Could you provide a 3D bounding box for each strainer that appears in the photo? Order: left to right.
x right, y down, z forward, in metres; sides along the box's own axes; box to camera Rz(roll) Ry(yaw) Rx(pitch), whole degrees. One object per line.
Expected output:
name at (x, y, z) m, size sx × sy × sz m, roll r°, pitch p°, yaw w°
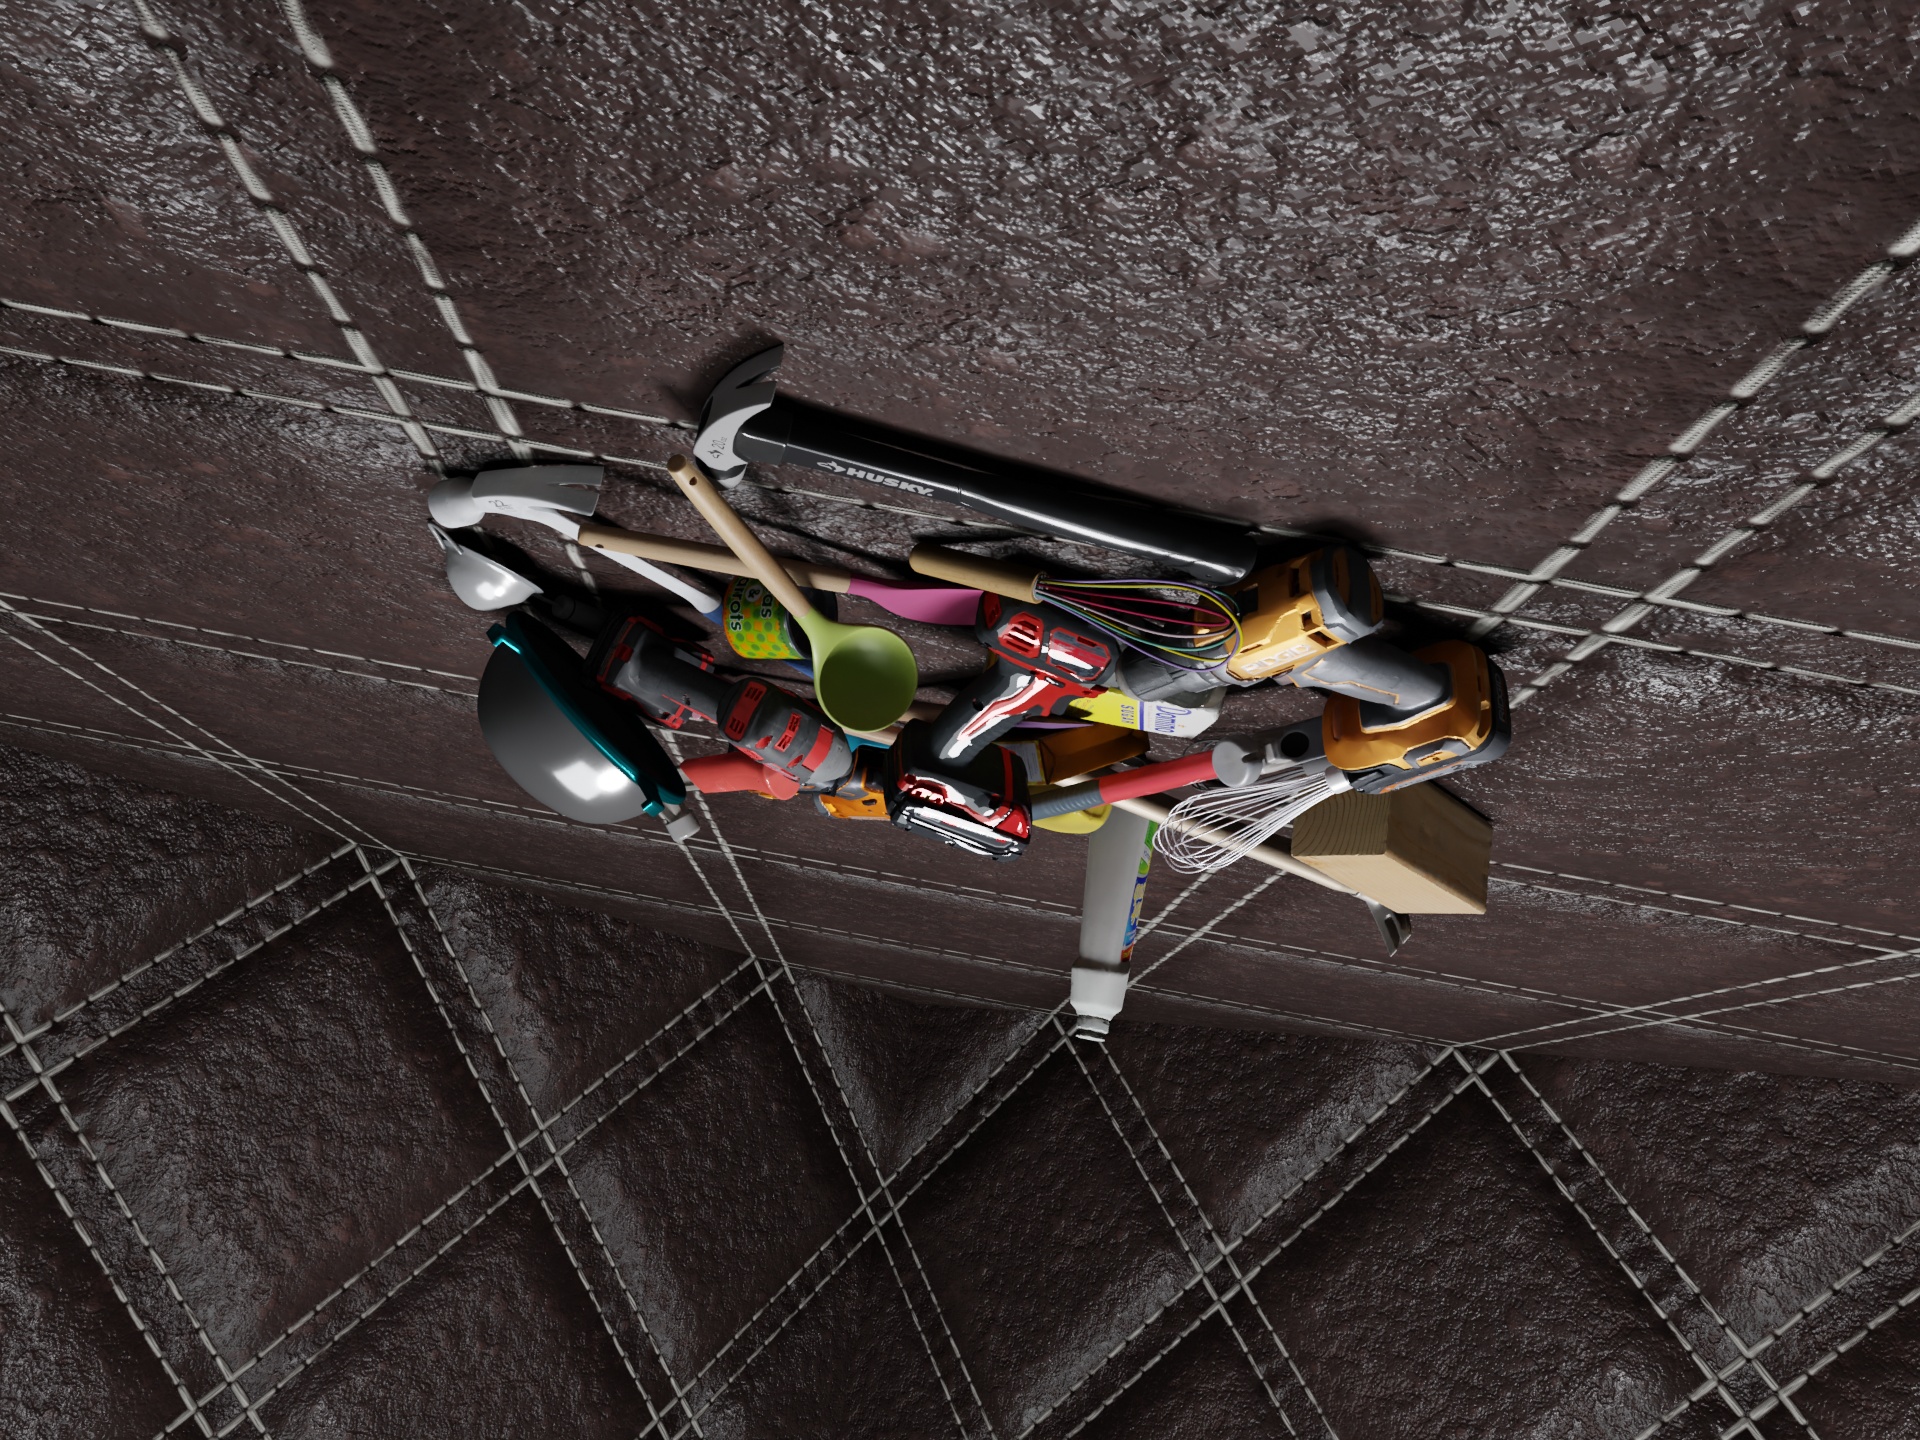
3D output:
strainer at (-0.327, -0.092, 1.284) m, size 0.087 × 0.050 × 0.258 m, roll 18°, pitch 176°, yaw 41°
strainer at (-0.338, 0.011, 1.389) m, size 0.211 × 0.095 × 0.340 m, roll 49°, pitch 178°, yaw -6°

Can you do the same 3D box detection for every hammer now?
hammer at (-0.193, -0.092, 1.200) m, size 0.144 × 0.035 × 0.405 m, roll -2°, pitch 160°, yaw 37°
hammer at (-0.238, 0.042, 1.480) m, size 0.359 × 0.037 × 0.149 m, roll -9°, pitch 112°, yaw 62°
hammer at (0.014, -0.135, 0.924) m, size 0.334 × 0.035 × 0.146 m, roll 13°, pitch 165°, yaw -11°
hammer at (0.147, 0.052, 1.337) m, size 0.143 × 0.038 × 0.386 m, roll -13°, pitch 177°, yaw -38°
hammer at (0.243, 0.108, 1.496) m, size 0.410 × 0.146 × 0.038 m, roll 21°, pitch 120°, yaw -19°

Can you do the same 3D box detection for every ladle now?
ladle at (-0.106, -0.079, 1.038) m, size 0.062 × 0.078 × 0.319 m, roll 38°, pitch 173°, yaw 28°

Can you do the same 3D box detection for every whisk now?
whisk at (0.068, -0.083, 0.997) m, size 0.245 × 0.051 × 0.047 m, roll 18°, pitch 166°, yaw 33°
whisk at (0.277, 0.057, 1.281) m, size 0.284 × 0.070 × 0.070 m, roll -27°, pitch 145°, yaw 33°
whisk at (0.290, 0.032, 1.320) m, size 0.239 × 0.055 × 0.055 m, roll -7°, pitch 157°, yaw 35°

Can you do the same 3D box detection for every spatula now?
spatula at (-0.002, -0.004, 1.331) m, size 0.059 × 0.018 × 0.316 m, roll 2°, pitch -178°, yaw -37°

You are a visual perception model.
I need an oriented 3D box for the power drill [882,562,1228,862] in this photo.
power drill at (0.063, 0.000, 1.139) m, size 0.187 × 0.080 × 0.226 m, roll 20°, pitch 129°, yaw -21°

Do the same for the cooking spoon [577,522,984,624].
cooking spoon at (-0.102, -0.100, 1.089) m, size 0.318 × 0.017 × 0.068 m, roll 8°, pitch 160°, yaw -23°

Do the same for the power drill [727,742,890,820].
power drill at (-0.108, 0.051, 1.574) m, size 0.164 × 0.084 × 0.226 m, roll 0°, pitch 165°, yaw 27°

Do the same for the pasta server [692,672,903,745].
pasta server at (-0.130, 0.002, 1.430) m, size 0.316 × 0.060 × 0.040 m, roll 15°, pitch 120°, yaw 3°

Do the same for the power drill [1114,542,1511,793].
power drill at (0.230, -0.025, 1.045) m, size 0.226 × 0.084 × 0.185 m, roll 26°, pitch 146°, yaw -36°

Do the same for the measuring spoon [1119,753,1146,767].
measuring spoon at (0.135, 0.010, 1.398) m, size 0.034 × 0.018 × 0.124 m, roll 9°, pitch 159°, yaw 29°

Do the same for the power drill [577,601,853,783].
power drill at (-0.187, -0.012, 1.274) m, size 0.220 × 0.078 × 0.143 m, roll 23°, pitch 174°, yaw 34°

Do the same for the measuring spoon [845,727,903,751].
measuring spoon at (-0.072, 0.015, 1.484) m, size 0.128 × 0.042 × 0.021 m, roll 4°, pitch 170°, yaw -33°
